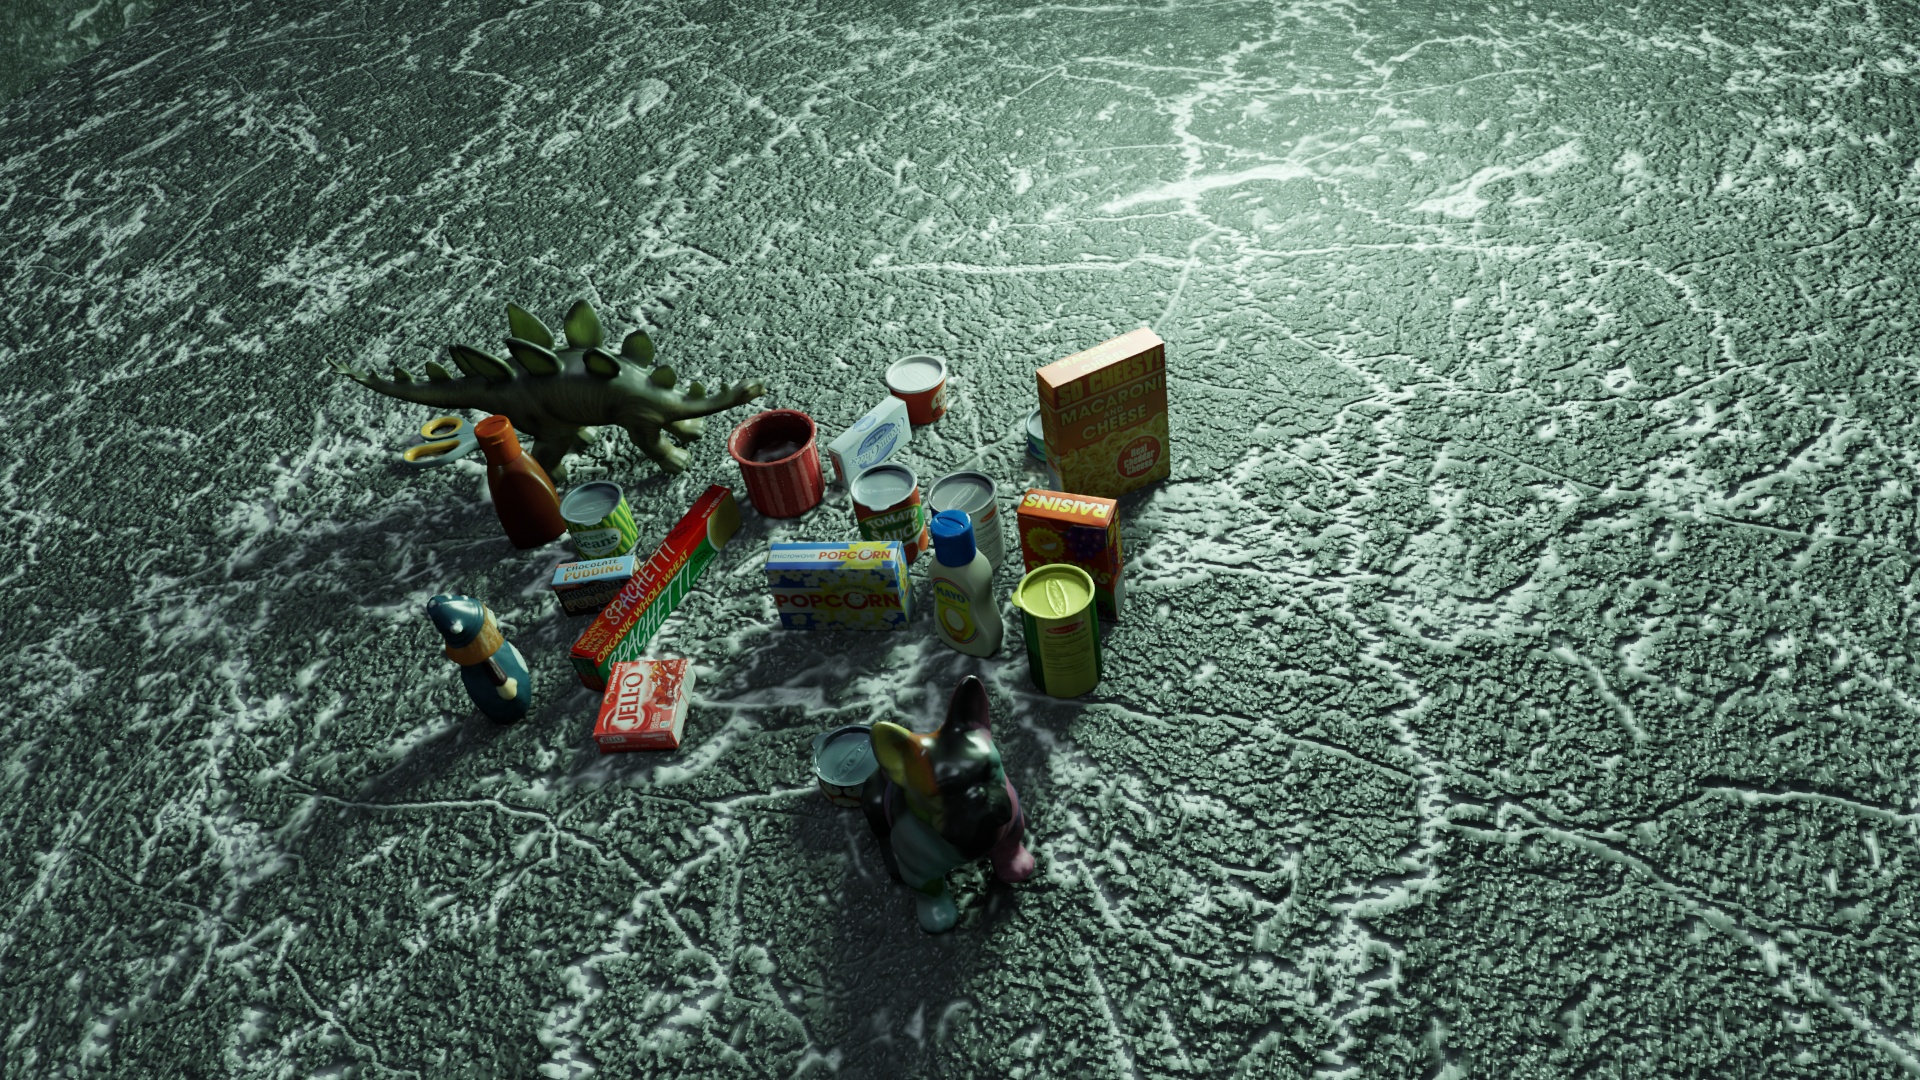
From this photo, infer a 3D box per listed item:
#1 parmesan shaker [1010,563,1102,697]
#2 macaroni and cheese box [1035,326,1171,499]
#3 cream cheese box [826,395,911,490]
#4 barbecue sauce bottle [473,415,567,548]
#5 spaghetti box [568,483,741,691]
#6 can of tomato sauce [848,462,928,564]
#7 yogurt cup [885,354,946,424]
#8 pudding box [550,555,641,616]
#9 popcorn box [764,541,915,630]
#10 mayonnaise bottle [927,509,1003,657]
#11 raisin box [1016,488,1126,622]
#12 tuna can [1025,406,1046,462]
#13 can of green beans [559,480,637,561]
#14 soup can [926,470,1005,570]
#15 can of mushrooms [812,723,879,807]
[{"bbox_3d":[0.085,0.080,1.210,0.071,0.102,0.072,-6,42,5],"label":"parmesan shaker"},{"bbox_3d":[0.142,-0.115,1.364,0.124,0.165,0.040,-23,44,-14],"label":"macaroni and cheese box"},{"bbox_3d":[-0.096,-0.105,1.484,0.024,0.053,0.104,25,53,33],"label":"cream cheese box"},{"bbox_3d":[-0.459,-0.061,1.438,0.065,0.147,0.044,-21,43,-11],"label":"barbecue sauce bottle"},{"bbox_3d":[-0.295,0.043,1.365,0.029,0.050,0.251,12,47,23],"label":"spaghetti box"},{"bbox_3d":[-0.069,-0.023,1.368,0.071,0.082,0.071,-6,42,5],"label":"can of tomato sauce"},{"bbox_3d":[-0.046,-0.166,1.540,0.072,0.053,0.073,-6,42,5],"label":"yogurt cup"},{"bbox_3d":[-0.356,0.045,1.376,0.084,0.049,0.030,-7,42,4],"label":"pudding box"},{"bbox_3d":[-0.112,0.043,1.303,0.127,0.084,0.038,-1,43,11],"label":"popcorn box"},{"bbox_3d":[0.001,0.038,1.239,0.065,0.147,0.041,19,50,29],"label":"mayonnaise bottle"},{"bbox_3d":[0.102,0.014,1.264,0.086,0.122,0.040,10,46,21],"label":"raisin box"},{"bbox_3d":[0.104,-0.113,1.469,0.071,0.032,0.071,-6,42,5],"label":"tuna can"},{"bbox_3d":[-0.376,-0.020,1.444,0.071,0.057,0.071,-6,42,5],"label":"can of green beans"},{"bbox_3d":[0.005,-0.017,1.346,0.071,0.083,0.072,-6,42,5],"label":"soup can"},{"bbox_3d":[-0.092,0.190,1.178,0.071,0.033,0.071,-6,42,5],"label":"can of mushrooms"}]
